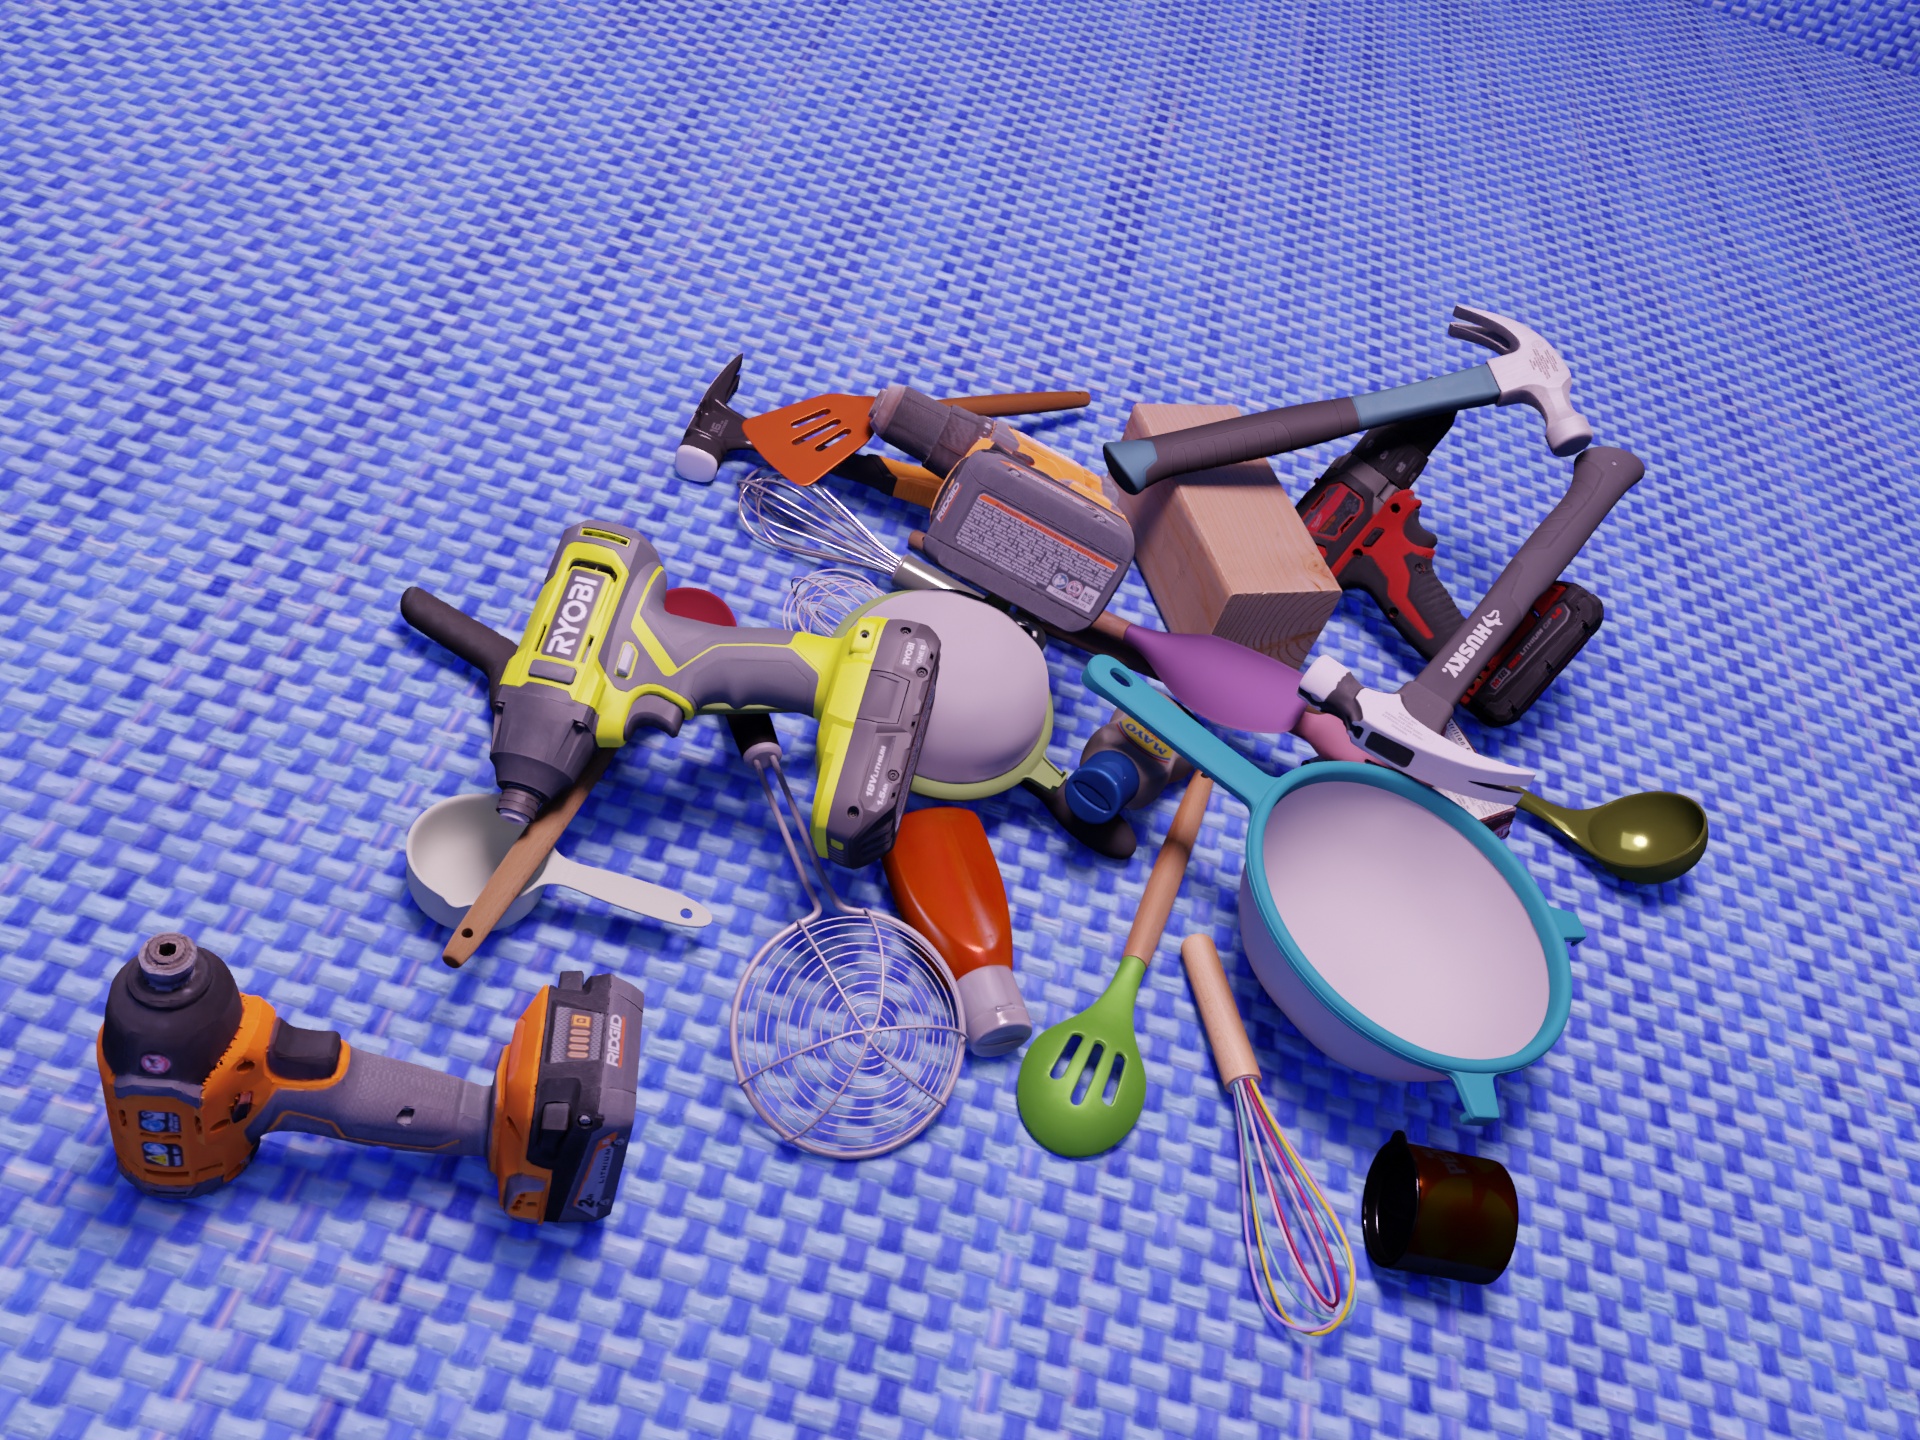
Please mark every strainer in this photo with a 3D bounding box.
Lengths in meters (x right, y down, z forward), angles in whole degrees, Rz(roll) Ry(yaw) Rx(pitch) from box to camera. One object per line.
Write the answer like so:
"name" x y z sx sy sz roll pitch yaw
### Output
"strainer" -0.053 -0.030 0.942 0.256 0.069 0.152 -2 60 -24
"strainer" 0.195 0.094 0.950 0.340 0.095 0.211 39 44 11

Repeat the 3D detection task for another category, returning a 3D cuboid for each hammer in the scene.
"hammer" 0.267 -0.214 1.131 0.331 0.033 0.128 -13 64 -1
"hammer" -0.035 -0.181 1.190 0.337 0.034 0.127 17 46 -2
"hammer" 0.369 -0.079 1.048 0.146 0.035 0.335 36 59 18

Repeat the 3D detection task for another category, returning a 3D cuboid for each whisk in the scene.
"whisk" 0.166 0.218 0.875 0.051 0.047 0.245 1 45 -15
"whisk" -0.050 -0.109 1.113 0.246 0.059 0.058 29 83 4
"whisk" -0.002 -0.004 1.019 0.285 0.070 0.070 38 48 11

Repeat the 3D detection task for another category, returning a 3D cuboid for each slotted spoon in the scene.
"slotted spoon" 0.109 0.127 0.953 0.070 0.031 0.314 23 44 7

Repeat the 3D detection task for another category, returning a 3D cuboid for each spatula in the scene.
"spatula" -0.015 -0.228 1.204 0.322 0.041 0.081 -15 51 -42
"spatula" 0.092 -0.068 1.091 0.316 0.018 0.060 27 71 25

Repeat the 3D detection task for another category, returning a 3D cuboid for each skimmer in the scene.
"skimmer" -0.101 0.081 0.925 0.127 0.090 0.364 -8 41 -19

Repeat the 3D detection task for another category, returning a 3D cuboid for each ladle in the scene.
"ladle" -0.208 0.024 0.902 0.069 0.031 0.316 22 42 2
"ladle" 0.357 0.029 1.106 0.320 0.062 0.078 24 46 9

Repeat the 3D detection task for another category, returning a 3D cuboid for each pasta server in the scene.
"pasta server" 0.176 -0.023 1.068 0.316 0.040 0.060 23 69 21

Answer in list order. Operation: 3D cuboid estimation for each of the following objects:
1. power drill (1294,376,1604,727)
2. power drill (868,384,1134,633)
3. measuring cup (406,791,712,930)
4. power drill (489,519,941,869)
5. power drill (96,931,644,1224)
"power drill" 0.360 -0.124 1.167 0.227 0.188 0.080 42 14 19
"power drill" 0.022 -0.153 1.048 0.185 0.084 0.226 27 19 -10
"measuring cup" -0.220 0.094 0.872 0.167 0.038 0.083 18 43 -8
"power drill" -0.134 -0.004 0.862 0.223 0.080 0.171 14 67 3
"power drill" -0.261 0.156 0.710 0.226 0.164 0.084 8 46 -14
